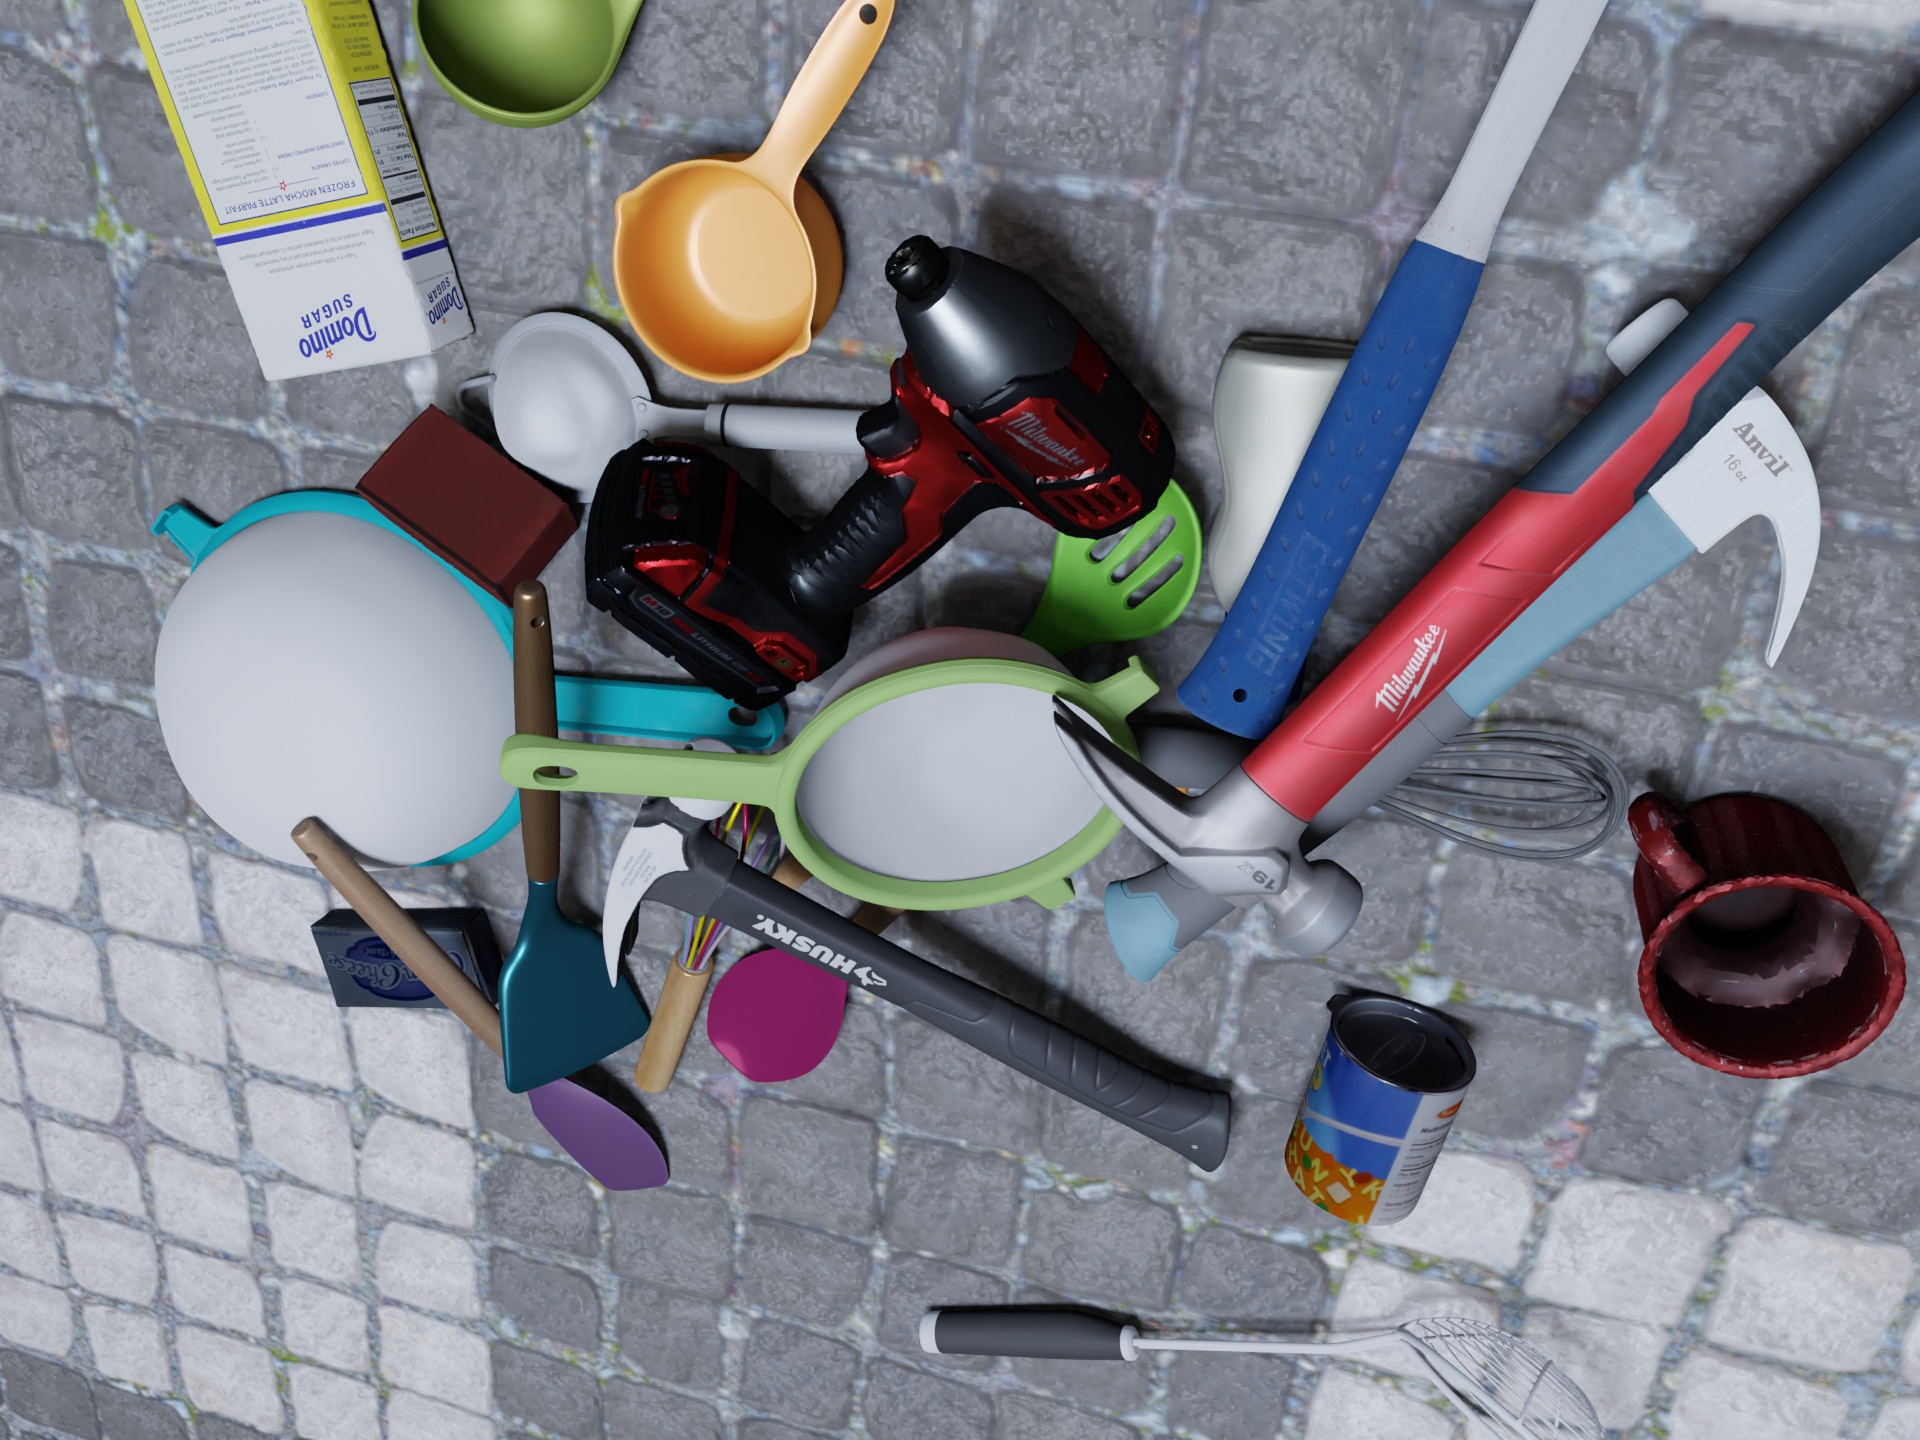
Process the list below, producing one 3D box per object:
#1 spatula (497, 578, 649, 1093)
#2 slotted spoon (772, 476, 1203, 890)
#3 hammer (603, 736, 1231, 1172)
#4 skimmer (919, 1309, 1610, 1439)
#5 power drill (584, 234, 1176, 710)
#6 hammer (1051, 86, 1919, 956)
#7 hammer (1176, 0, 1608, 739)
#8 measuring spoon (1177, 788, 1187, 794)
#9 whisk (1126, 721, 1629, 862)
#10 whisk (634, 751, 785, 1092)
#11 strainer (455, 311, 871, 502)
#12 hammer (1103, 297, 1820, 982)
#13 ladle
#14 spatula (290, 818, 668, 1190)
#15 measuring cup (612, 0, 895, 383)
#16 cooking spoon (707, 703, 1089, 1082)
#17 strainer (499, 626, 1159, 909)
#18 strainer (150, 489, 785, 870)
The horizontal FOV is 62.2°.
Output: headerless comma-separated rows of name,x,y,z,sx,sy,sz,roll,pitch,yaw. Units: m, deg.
spatula,-0.192,0.062,0.755,0.044,0.082,0.317,48,145,32
slotted spoon,-0.001,-0.002,0.729,0.313,0.031,0.070,-43,74,31
hammer,-0.013,0.135,0.758,0.334,0.035,0.146,29,128,-12
skimmer,0.144,0.354,0.820,0.363,0.090,0.127,-6,144,22
power drill,-0.040,-0.098,0.635,0.219,0.079,0.143,-25,136,28
hammer,0.202,-0.088,0.551,0.143,0.038,0.386,38,108,-13
hammer,0.181,-0.172,0.555,0.144,0.035,0.405,20,113,-5
measuring spoon,0.054,0.052,0.747,0.117,0.011,0.021,-26,105,26
whisk,0.160,0.024,0.687,0.239,0.055,0.055,6,116,19
whisk,-0.133,0.109,0.808,0.051,0.047,0.244,11,127,-18
strainer,-0.113,-0.131,0.696,0.258,0.050,0.086,5,116,11
hammer,0.183,-0.004,0.630,0.331,0.033,0.128,-42,79,22
ladle,-0.074,-0.327,0.581,0.320,0.062,0.078,-28,96,23
spatula,-0.246,0.161,0.839,0.060,0.018,0.315,-14,128,22
measuring cup,-0.069,-0.217,0.634,0.095,0.052,0.173,37,117,-3
cooking spoon,-0.033,0.088,0.778,0.069,0.017,0.318,45,123,1
strainer,-0.055,0.007,0.658,0.256,0.069,0.151,4,136,-11
strainer,-0.258,0.004,0.770,0.340,0.095,0.210,4,116,16
